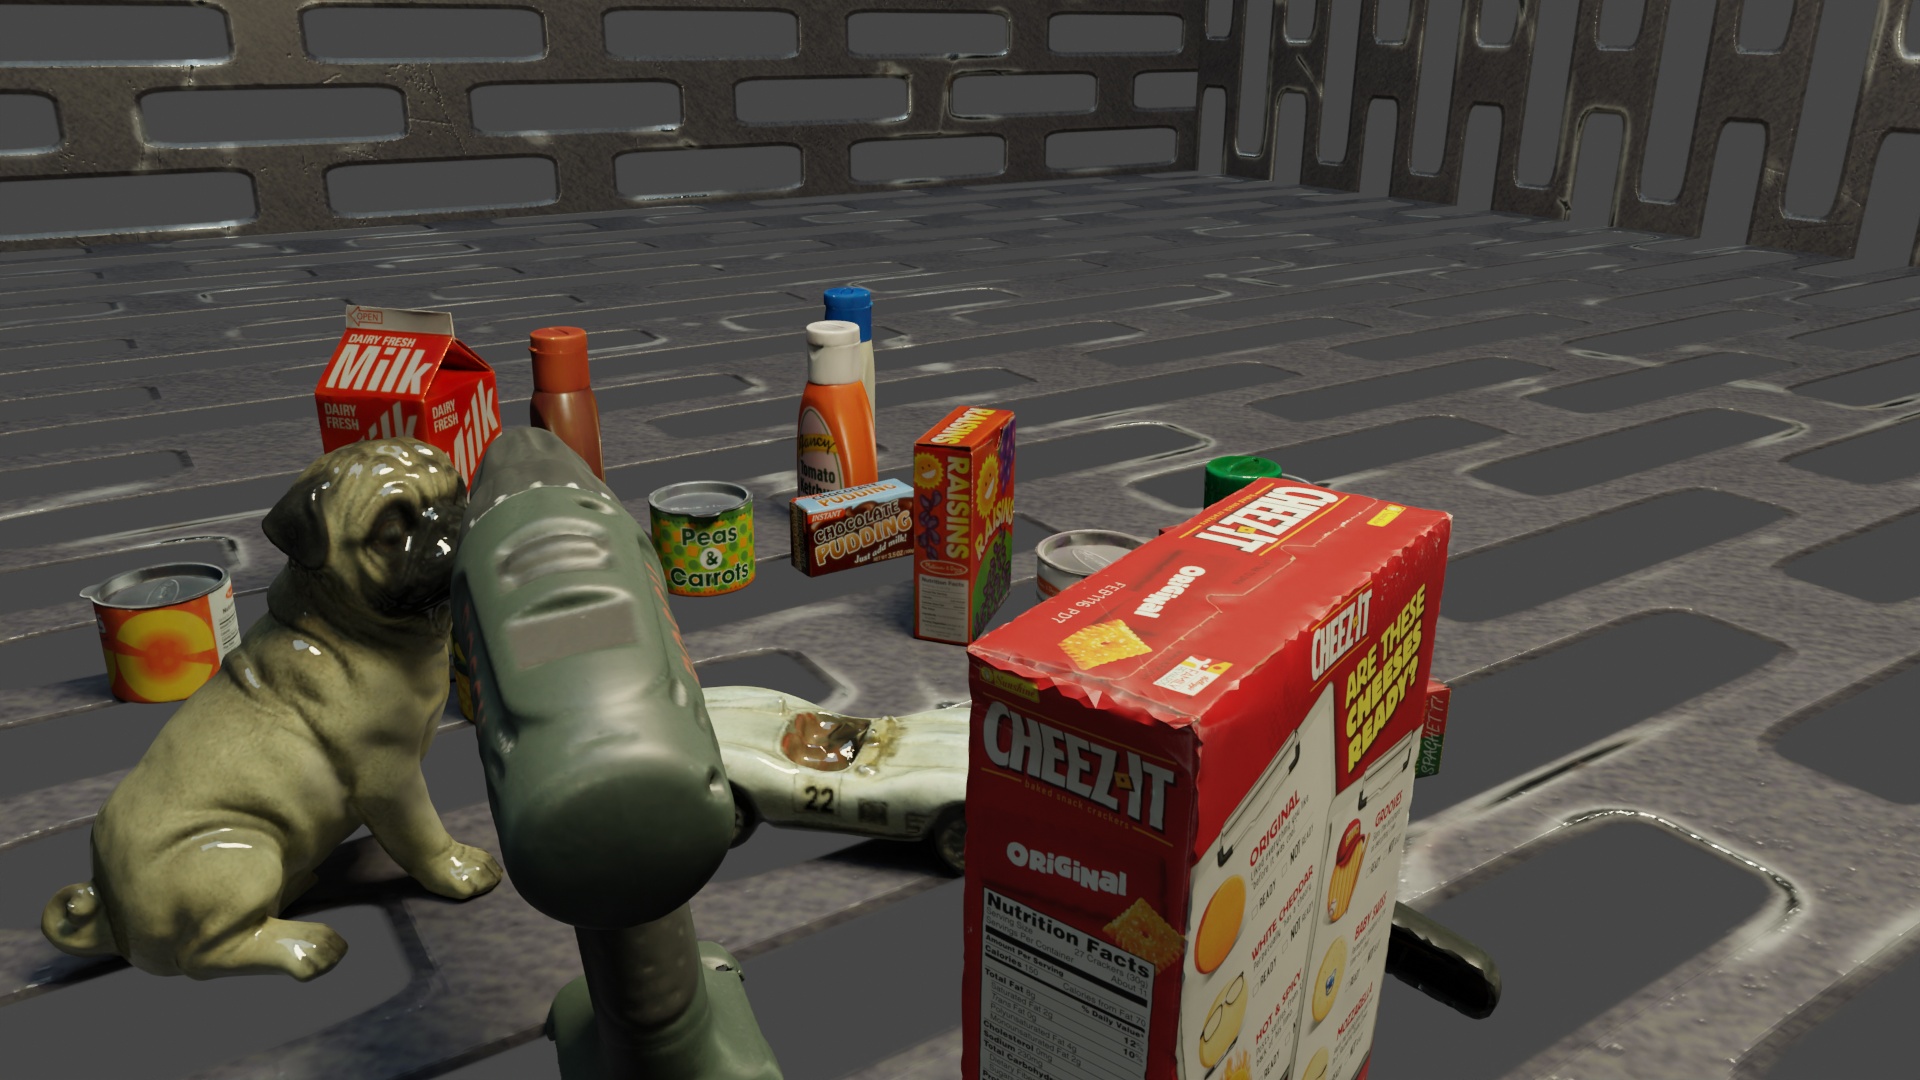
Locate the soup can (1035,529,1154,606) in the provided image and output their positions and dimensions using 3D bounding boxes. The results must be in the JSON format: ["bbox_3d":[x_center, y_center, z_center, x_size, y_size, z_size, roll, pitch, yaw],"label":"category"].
[{"bbox_3d":[0.075,0.044,0.747,0.071,0.083,0.071,0,20,0],"label":"soup can"}]

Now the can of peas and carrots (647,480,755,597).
[{"bbox_3d":[-0.165,-0.001,0.895,0.071,0.058,0.071,0,21,0],"label":"can of peas and carrots"}]

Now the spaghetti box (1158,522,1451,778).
[{"bbox_3d":[0.178,0.053,0.774,0.029,0.050,0.251,-7,22,-19],"label":"spaghetti box"}]

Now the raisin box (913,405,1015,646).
[{"bbox_3d":[0.003,-0.010,0.833,0.040,0.123,0.086,7,21,18],"label":"raisin box"}]

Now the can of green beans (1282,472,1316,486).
[{"bbox_3d":[0.203,-0.010,0.928,0.071,0.057,0.071,0,21,0],"label":"can of green beans"}]

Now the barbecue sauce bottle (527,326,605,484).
[{"bbox_3d":[-0.269,-0.069,0.948,0.044,0.148,0.065,-14,25,-33],"label":"barbecue sauce bottle"}]

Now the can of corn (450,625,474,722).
[{"bbox_3d":[-0.237,0.059,0.736,0.071,0.058,0.071,0,21,0],"label":"can of corn"}]

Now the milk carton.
[{"bbox_3d":[-0.317,-0.041,0.814,0.072,0.189,0.074,5,21,13],"label":"milk carton"}]

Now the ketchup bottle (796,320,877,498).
[{"bbox_3d":[-0.087,-0.077,0.973,0.065,0.148,0.044,19,27,40],"label":"ketchup bottle"}]

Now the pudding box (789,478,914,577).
[{"bbox_3d":[-0.072,-0.009,0.933,0.084,0.049,0.030,-13,24,-31],"label":"pudding box"}]

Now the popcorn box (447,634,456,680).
[{"bbox_3d":[-0.274,0.029,0.776,0.127,0.085,0.038,-15,25,-35],"label":"popcorn box"}]

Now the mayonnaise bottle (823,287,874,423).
[{"bbox_3d":[-0.088,-0.123,1.094,0.041,0.147,0.065,1,20,1],"label":"mayonnaise bottle"}]

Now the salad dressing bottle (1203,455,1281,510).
[{"bbox_3d":[0.136,0.033,0.688,0.044,0.147,0.064,14,24,33],"label":"salad dressing bottle"}]

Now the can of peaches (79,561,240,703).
[{"bbox_3d":[-0.433,0.050,0.756,0.071,0.057,0.071,0,21,0],"label":"can of peaches"}]
